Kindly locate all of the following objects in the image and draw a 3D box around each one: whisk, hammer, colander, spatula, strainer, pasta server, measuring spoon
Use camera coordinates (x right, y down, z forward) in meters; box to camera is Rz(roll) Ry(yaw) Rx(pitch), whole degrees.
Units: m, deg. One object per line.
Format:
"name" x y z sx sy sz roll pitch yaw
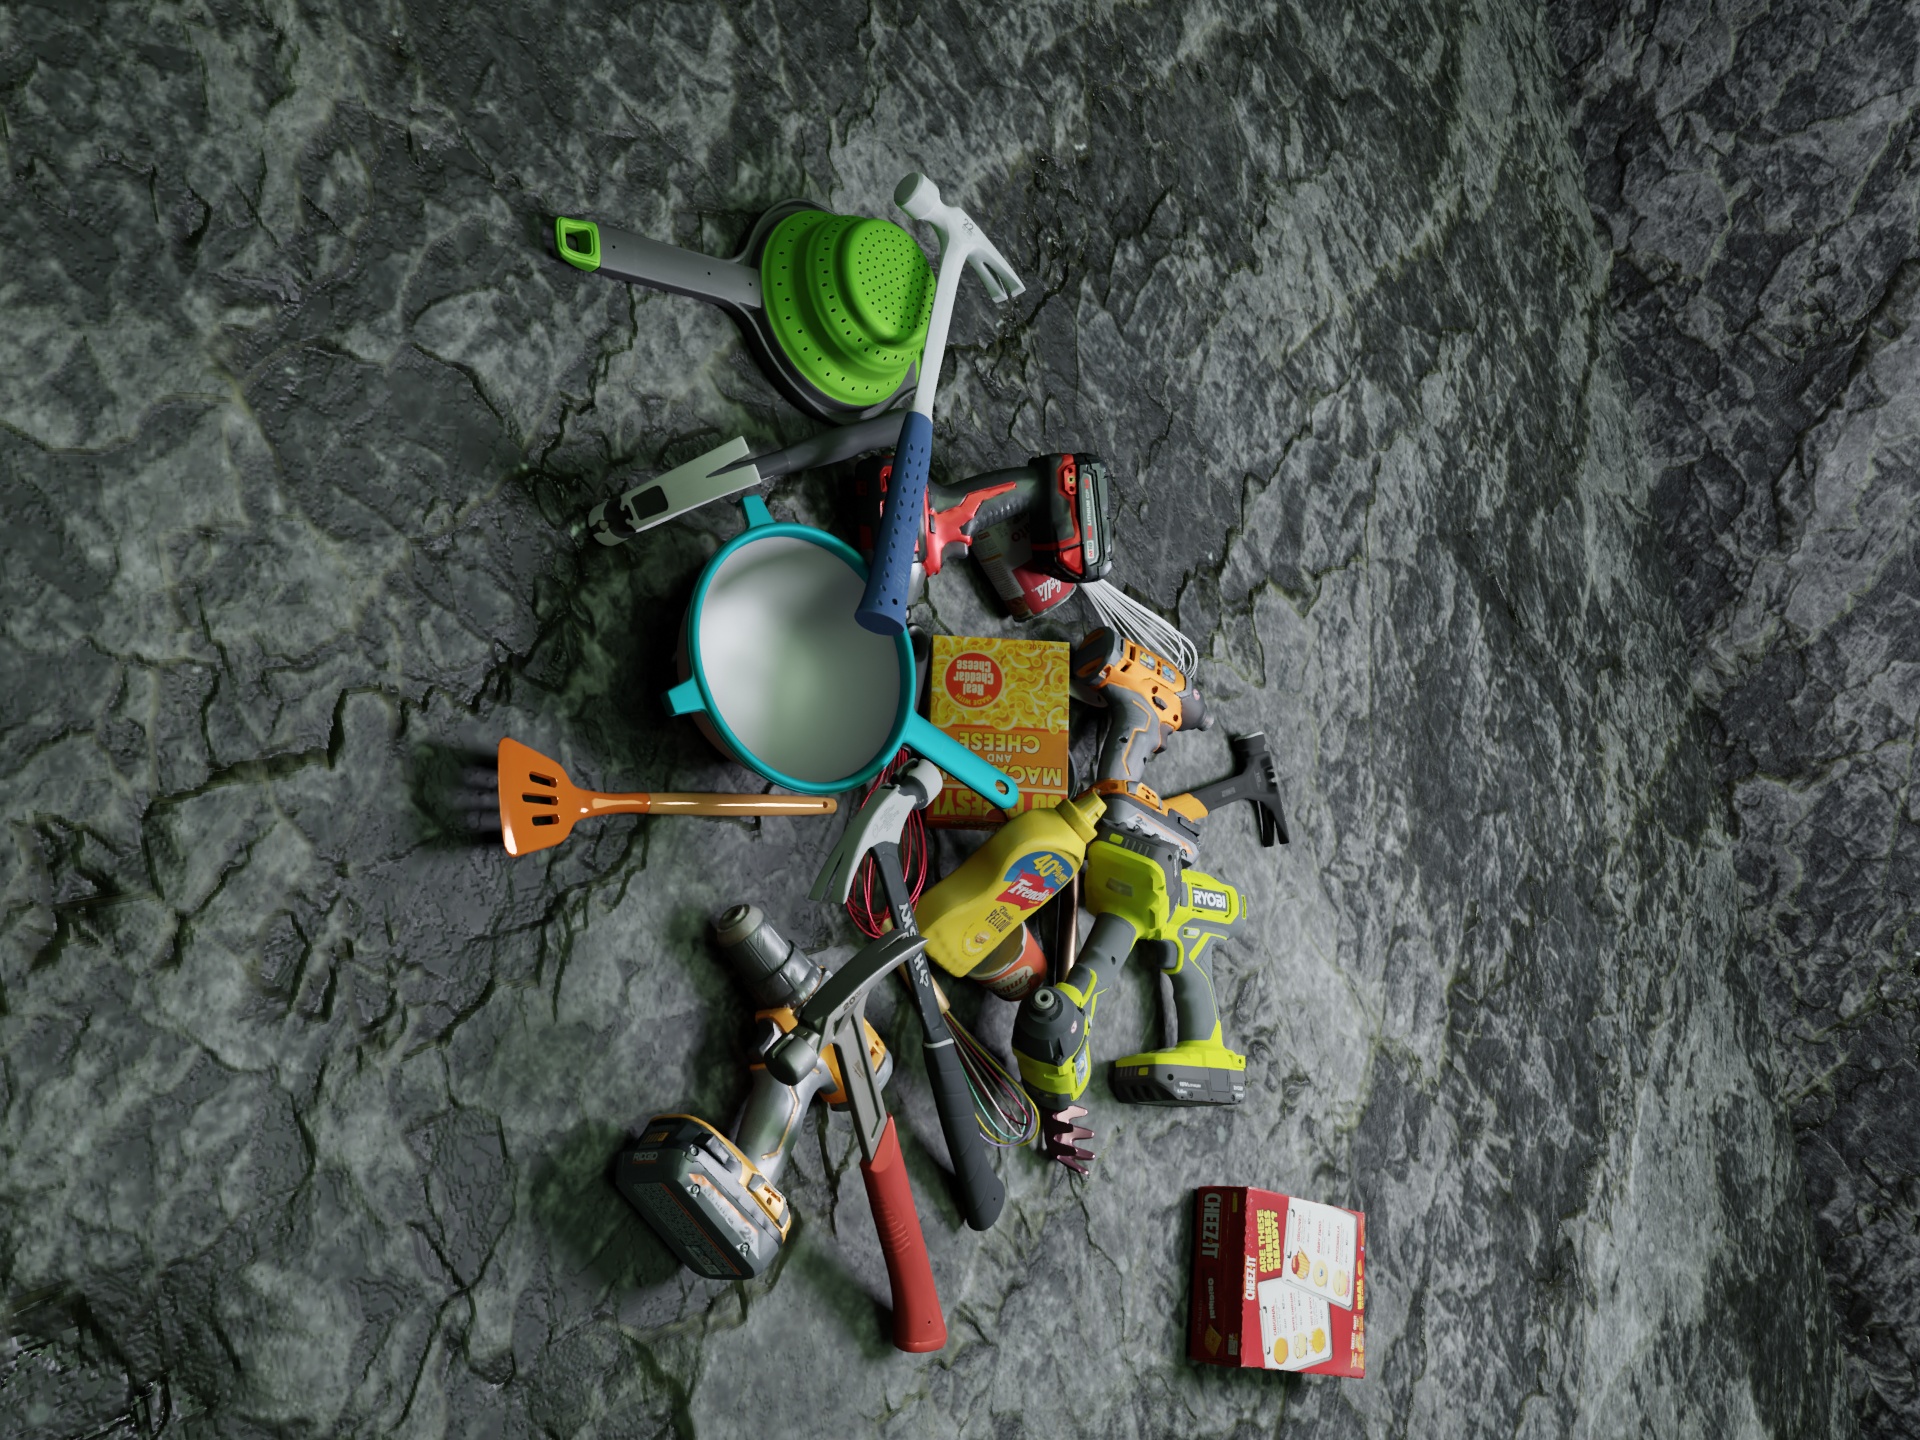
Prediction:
"whisk" -0.004 0.260 1.341 0.051 0.047 0.245 -42 107 -40
"hammer" -0.027 -0.254 1.309 0.144 0.035 0.406 31 58 -40
"colander" -0.143 -0.366 1.313 0.396 0.094 0.204 1 79 -46
"hammer" 0.229 0.099 1.632 0.336 0.034 0.127 -13 88 -47
"hammer" -0.050 0.332 1.181 0.149 0.037 0.358 -40 130 -40
"spatula" -0.208 0.061 1.177 0.322 0.041 0.081 4 76 -47
"whisk" -0.055 0.044 1.333 0.073 0.073 0.296 32 52 -37
"hammer" -0.023 0.241 1.247 0.149 0.036 0.408 -45 130 -47
"strainer" -0.098 -0.009 1.263 0.340 0.095 0.211 35 57 -32
"hammer" -0.134 -0.210 1.270 0.335 0.146 0.035 -32 102 -53
"pasta server" 0.102 0.250 1.454 0.060 0.040 0.316 41 49 -60
"whisk" 0.140 -0.126 1.581 0.284 0.070 0.070 43 52 -24
"measuring spoon" 0.106 -0.029 1.553 0.124 0.018 0.034 17 63 -50

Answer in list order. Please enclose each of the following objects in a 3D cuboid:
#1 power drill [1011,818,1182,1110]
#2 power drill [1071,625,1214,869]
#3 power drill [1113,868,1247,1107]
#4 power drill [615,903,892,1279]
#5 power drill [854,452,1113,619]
"power drill" 0.112 0.203 1.360 0.223 0.080 0.171 -60 158 -28
"power drill" 0.179 0.036 1.519 0.164 0.084 0.227 28 52 -28
"power drill" 0.200 0.252 1.533 0.190 0.080 0.229 15 67 -39
"power drill" -0.155 0.262 1.156 0.185 0.084 0.226 57 42 -21
"power drill" 0.017 -0.165 1.394 0.219 0.078 0.143 -6 97 -19
